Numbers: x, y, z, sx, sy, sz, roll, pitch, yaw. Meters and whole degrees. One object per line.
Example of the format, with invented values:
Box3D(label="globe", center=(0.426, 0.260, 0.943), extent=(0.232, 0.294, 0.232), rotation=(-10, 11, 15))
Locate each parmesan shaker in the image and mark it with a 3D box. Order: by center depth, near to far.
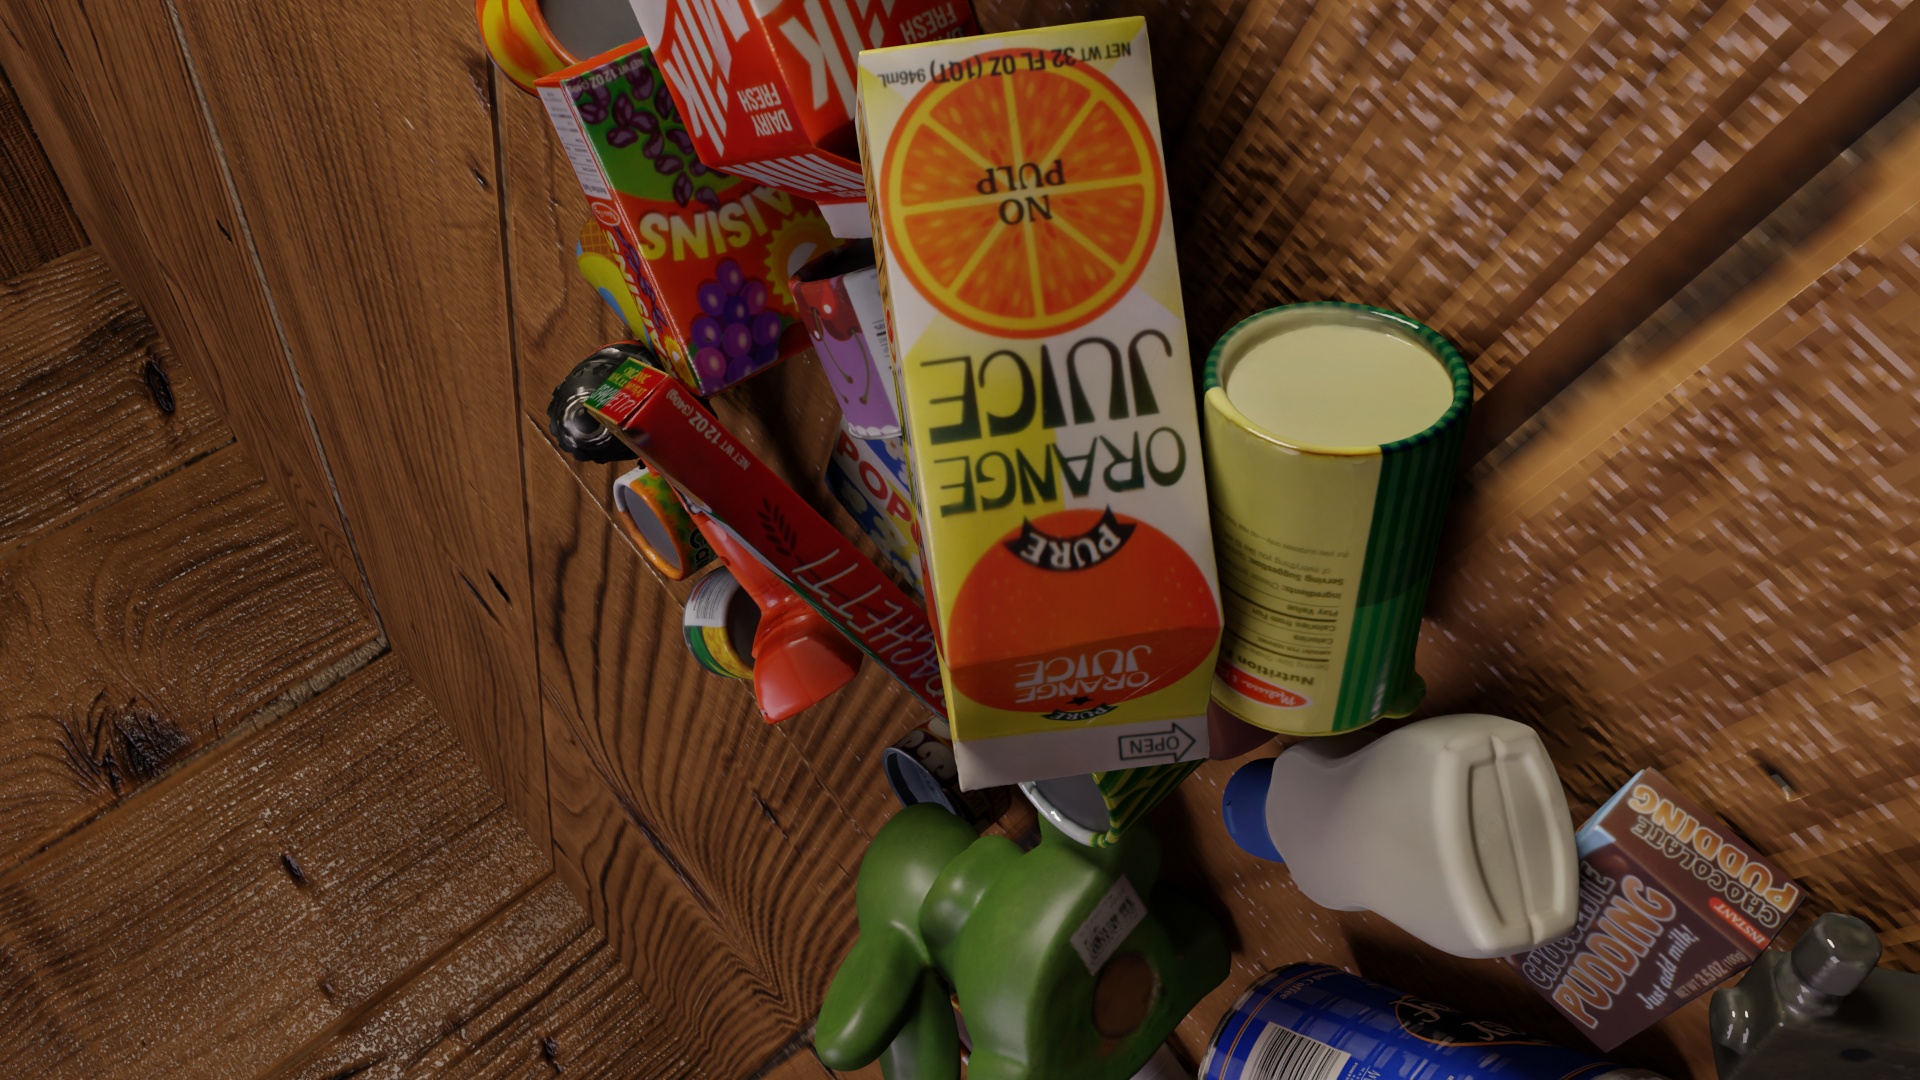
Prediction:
Box3D(label="parmesan shaker", center=(0.099, -0.004, 0.374), extent=(0.071, 0.071, 0.102), rotation=(35, 146, 34))

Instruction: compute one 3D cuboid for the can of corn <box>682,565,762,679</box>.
Box3D(label="can of corn", center=(-0.111, 0.046, 0.771), extent=(0.058, 0.071, 0.071), rotation=(-6, 115, 60))

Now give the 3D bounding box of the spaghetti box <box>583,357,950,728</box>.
Box3D(label="spaghetti box", center=(-0.051, 0.018, 0.580), extent=(0.249, 0.029, 0.050), rotation=(45, 170, -32))

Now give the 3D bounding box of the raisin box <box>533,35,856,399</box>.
Box3D(label="raisin box", center=(-0.088, -0.126, 0.514), extent=(0.040, 0.086, 0.123), rotation=(25, 141, 53))

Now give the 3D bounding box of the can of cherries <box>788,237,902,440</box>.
Box3D(label="can of cherries", center=(-0.020, -0.076, 0.484), extent=(0.071, 0.072, 0.058), rotation=(11, 130, 54))

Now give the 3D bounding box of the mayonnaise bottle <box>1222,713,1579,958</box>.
Box3D(label="mayonnaise bottle", center=(0.127, 0.087, 0.431), extent=(0.148, 0.041, 0.065), rotation=(150, 111, -75))

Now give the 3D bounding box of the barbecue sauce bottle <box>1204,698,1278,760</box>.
Box3D(label="barbecue sauce bottle", center=(0.063, -0.002, 0.455), extent=(0.148, 0.044, 0.065), rotation=(67, 167, -22))

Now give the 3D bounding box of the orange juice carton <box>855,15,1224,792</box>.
Box3D(label="orange juice carton", center=(0.021, -0.030, 0.371), extent=(0.073, 0.072, 0.192), rotation=(-128, 29, -83))

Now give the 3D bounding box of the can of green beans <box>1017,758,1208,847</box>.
Box3D(label="can of green beans", center=(0.056, 0.076, 0.541), extent=(0.071, 0.058, 0.071), rotation=(38, 149, 29))

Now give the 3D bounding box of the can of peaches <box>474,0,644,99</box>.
Box3D(label="can of peaches", center=(-0.148, -0.209, 0.539), extent=(0.058, 0.071, 0.071), rotation=(12, 131, 53))

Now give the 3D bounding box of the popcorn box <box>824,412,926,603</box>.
Box3D(label="popcorn box", center=(0.002, -0.007, 0.556), extent=(0.127, 0.038, 0.084), rotation=(49, 153, 12))

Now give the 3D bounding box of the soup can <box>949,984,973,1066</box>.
Box3D(label="soup can", center=(0.032, 0.233, 0.729), extent=(0.071, 0.084, 0.071), rotation=(39, 149, 30))

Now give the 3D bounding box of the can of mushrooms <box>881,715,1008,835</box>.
Box3D(label="can of mushrooms", center=(-0.007, 0.127, 0.728), extent=(0.071, 0.033, 0.070), rotation=(39, 149, 30))

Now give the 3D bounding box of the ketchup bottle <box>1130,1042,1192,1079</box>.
Box3D(label="ketchup bottle", center=(0.131, 0.327, 0.720), extent=(0.149, 0.044, 0.064), rotation=(54, 152, 2))

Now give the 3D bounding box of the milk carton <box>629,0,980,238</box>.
Box3D(label="milk carton", center=(-0.056, -0.179, 0.416), extent=(0.072, 0.074, 0.189), rotation=(14, 132, 52))

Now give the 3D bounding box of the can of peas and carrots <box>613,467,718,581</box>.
Box3D(label="can of peas and carrots", center=(-0.146, -0.018, 0.762), extent=(0.071, 0.059, 0.070), rotation=(39, 150, 29))

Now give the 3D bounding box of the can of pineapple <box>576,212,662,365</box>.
Box3D(label="can of pineapple", center=(-0.123, -0.119, 0.600), extent=(0.058, 0.071, 0.070), rotation=(47, 152, 15))

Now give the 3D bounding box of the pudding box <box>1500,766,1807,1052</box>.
Box3D(label="pudding box", center=(0.188, 0.105, 0.391), extent=(0.050, 0.030, 0.083), rotation=(44, 151, 23))
